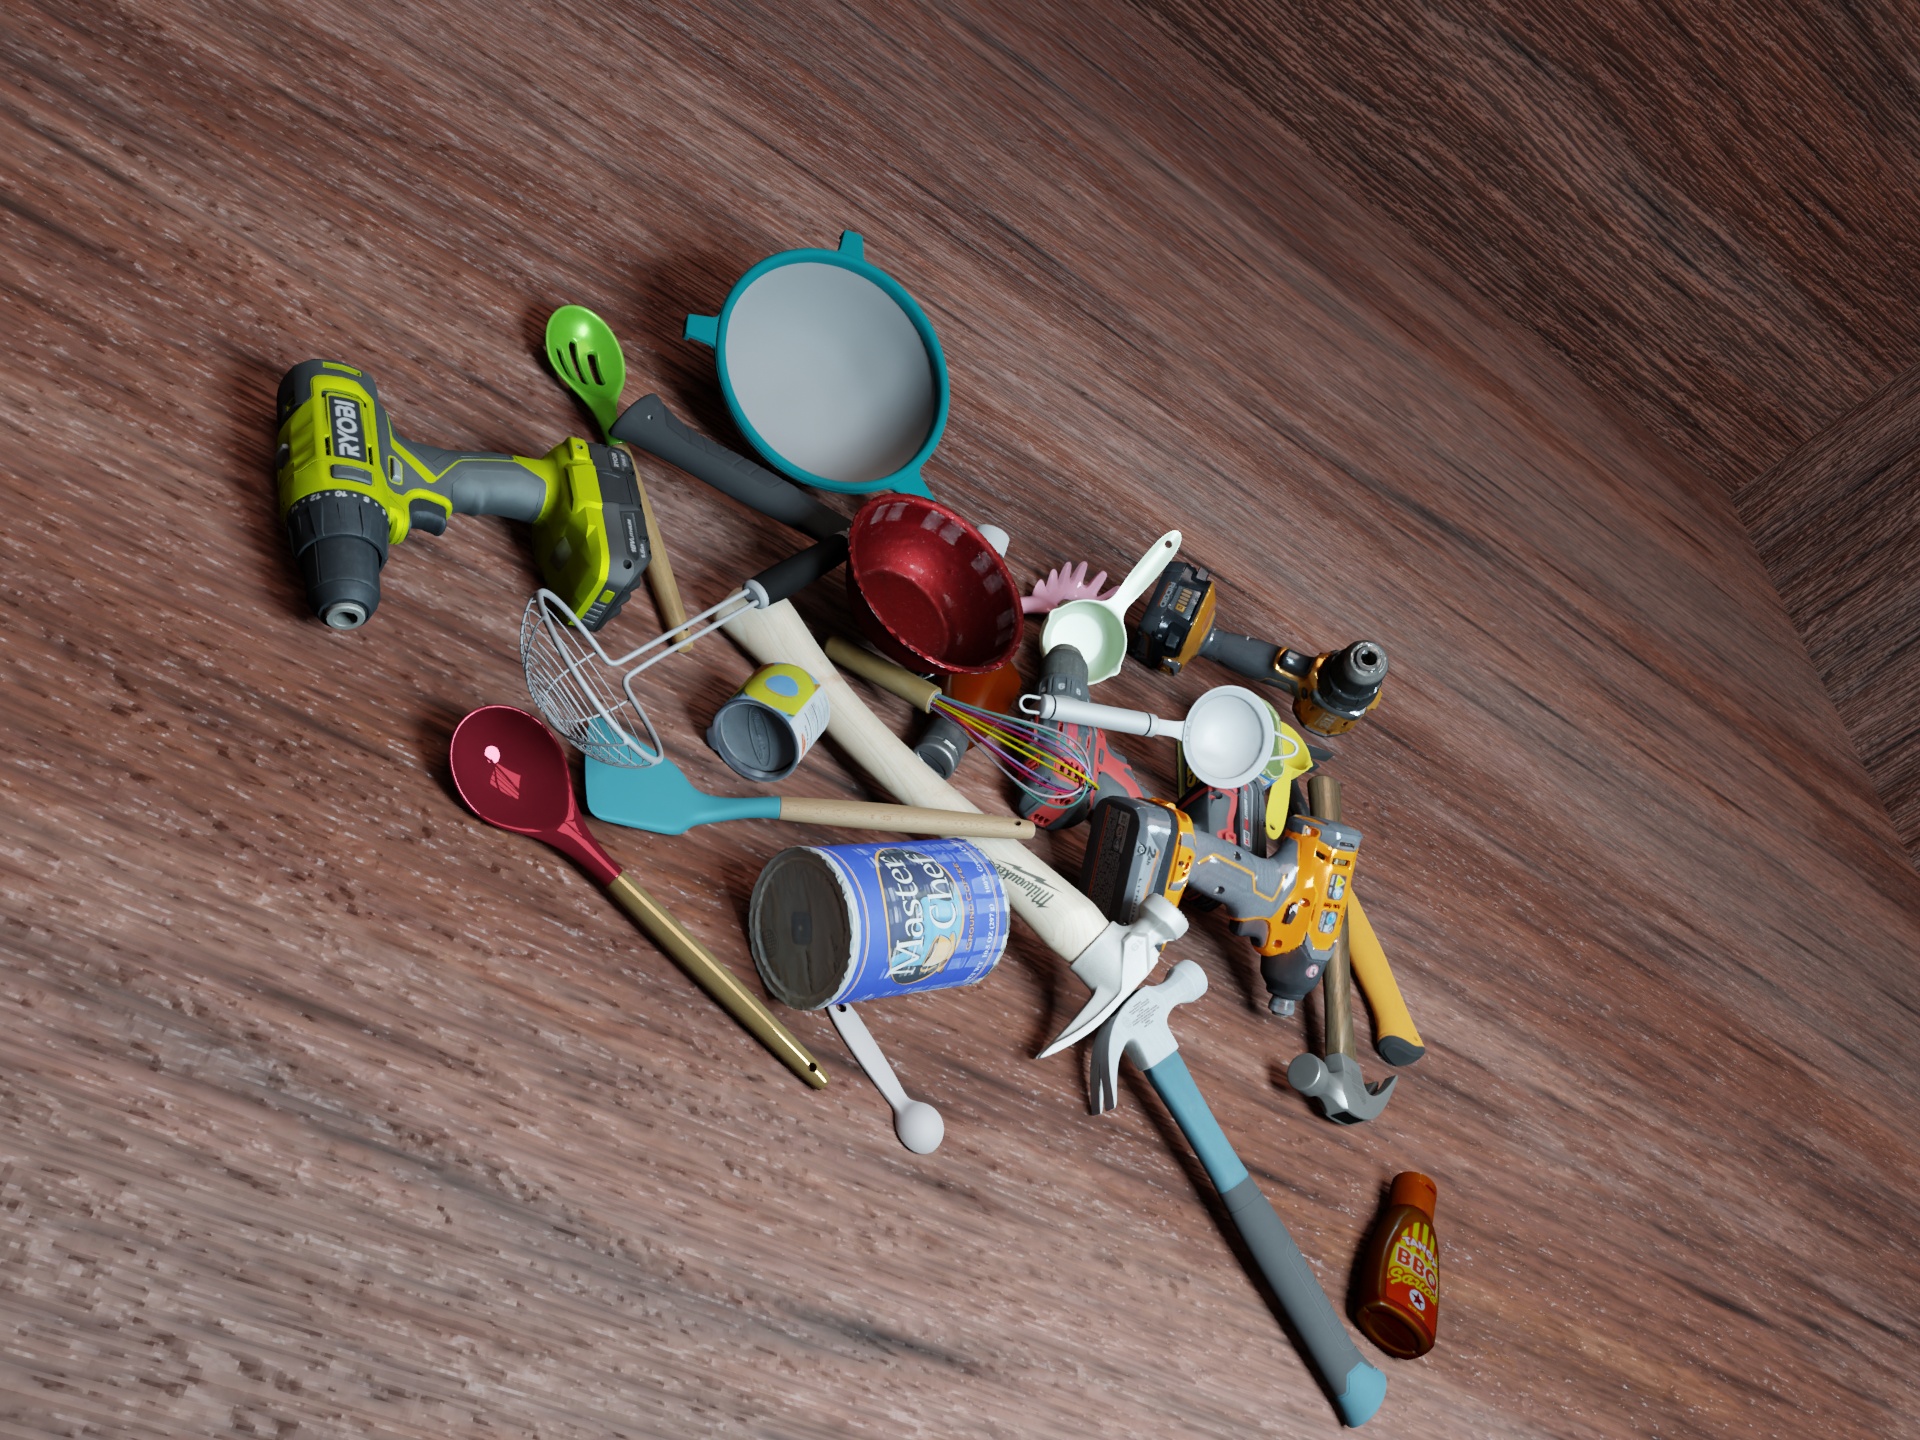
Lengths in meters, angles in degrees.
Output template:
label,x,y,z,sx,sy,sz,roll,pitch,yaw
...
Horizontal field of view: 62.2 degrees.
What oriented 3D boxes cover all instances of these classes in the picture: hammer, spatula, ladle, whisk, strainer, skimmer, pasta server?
label,x,y,z,sx,sy,sz,roll,pitch,yaw
hammer,0.203,0.343,1.136,0.128,0.033,0.331,-26,80,-31
spatula,-0.095,0.056,1.075,0.317,0.044,0.082,6,46,-18
hammer,0.356,0.162,1.484,0.127,0.034,0.337,10,50,-38
hammer,-0.032,0.059,1.155,0.411,0.038,0.146,43,76,7
hammer,0.325,0.191,1.380,0.130,0.031,0.332,37,43,-34
hammer,-0.120,-0.154,1.246,0.334,0.035,0.146,27,70,-23
ladle,-0.193,0.114,0.976,0.315,0.031,0.069,46,61,-6
whisk,-0.002,-0.003,1.206,0.245,0.051,0.047,29,22,18
strainer,0.160,0.003,1.308,0.258,0.050,0.087,10,90,-26
skimmer,-0.157,-0.076,1.070,0.127,0.090,0.363,56,39,-4
strainer,-0.087,-0.229,1.353,0.211,0.095,0.340,-38,100,-30
pasta server,0.029,-0.106,1.401,0.316,0.040,0.060,-7,47,-47

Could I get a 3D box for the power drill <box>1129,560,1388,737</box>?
label,x,y,z,sx,sy,sz,roll,pitch,yaw
power drill,0.277,-0.064,1.453,0.226,0.185,0.084,25,78,6

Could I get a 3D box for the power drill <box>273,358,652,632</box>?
label,x,y,z,sx,sy,sz,roll,pitch,yaw
power drill,-0.324,-0.128,1.033,0.228,0.080,0.191,9,51,-37

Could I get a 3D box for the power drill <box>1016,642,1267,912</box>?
label,x,y,z,sx,sy,sz,roll,pitch,yaw
power drill,0.148,0.043,1.349,0.226,0.080,0.188,29,41,-19

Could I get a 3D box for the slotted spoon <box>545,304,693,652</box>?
label,x,y,z,sx,sy,sz,roll,pitch,yaw
slotted spoon,-0.253,-0.184,1.198,0.070,0.031,0.314,2,57,-44

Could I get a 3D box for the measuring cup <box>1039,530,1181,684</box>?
label,x,y,z,sx,sy,sz,roll,pitch,yaw
measuring cup,0.136,-0.105,1.420,0.083,0.167,0.038,41,-2,-11

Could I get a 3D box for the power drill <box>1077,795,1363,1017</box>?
label,x,y,z,sx,sy,sz,roll,pitch,yaw
power drill,0.206,0.147,1.252,0.226,0.164,0.084,10,4,-26

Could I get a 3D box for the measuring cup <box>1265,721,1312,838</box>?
label,x,y,z,sx,sy,sz,roll,pitch,yaw
measuring cup,0.287,0.061,1.462,0.062,0.029,0.157,38,40,-12

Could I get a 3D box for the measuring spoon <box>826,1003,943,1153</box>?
label,x,y,z,sx,sy,sz,roll,pitch,yaw
measuring spoon,-0.049,0.223,1.028,0.034,0.018,0.124,-21,72,-52
